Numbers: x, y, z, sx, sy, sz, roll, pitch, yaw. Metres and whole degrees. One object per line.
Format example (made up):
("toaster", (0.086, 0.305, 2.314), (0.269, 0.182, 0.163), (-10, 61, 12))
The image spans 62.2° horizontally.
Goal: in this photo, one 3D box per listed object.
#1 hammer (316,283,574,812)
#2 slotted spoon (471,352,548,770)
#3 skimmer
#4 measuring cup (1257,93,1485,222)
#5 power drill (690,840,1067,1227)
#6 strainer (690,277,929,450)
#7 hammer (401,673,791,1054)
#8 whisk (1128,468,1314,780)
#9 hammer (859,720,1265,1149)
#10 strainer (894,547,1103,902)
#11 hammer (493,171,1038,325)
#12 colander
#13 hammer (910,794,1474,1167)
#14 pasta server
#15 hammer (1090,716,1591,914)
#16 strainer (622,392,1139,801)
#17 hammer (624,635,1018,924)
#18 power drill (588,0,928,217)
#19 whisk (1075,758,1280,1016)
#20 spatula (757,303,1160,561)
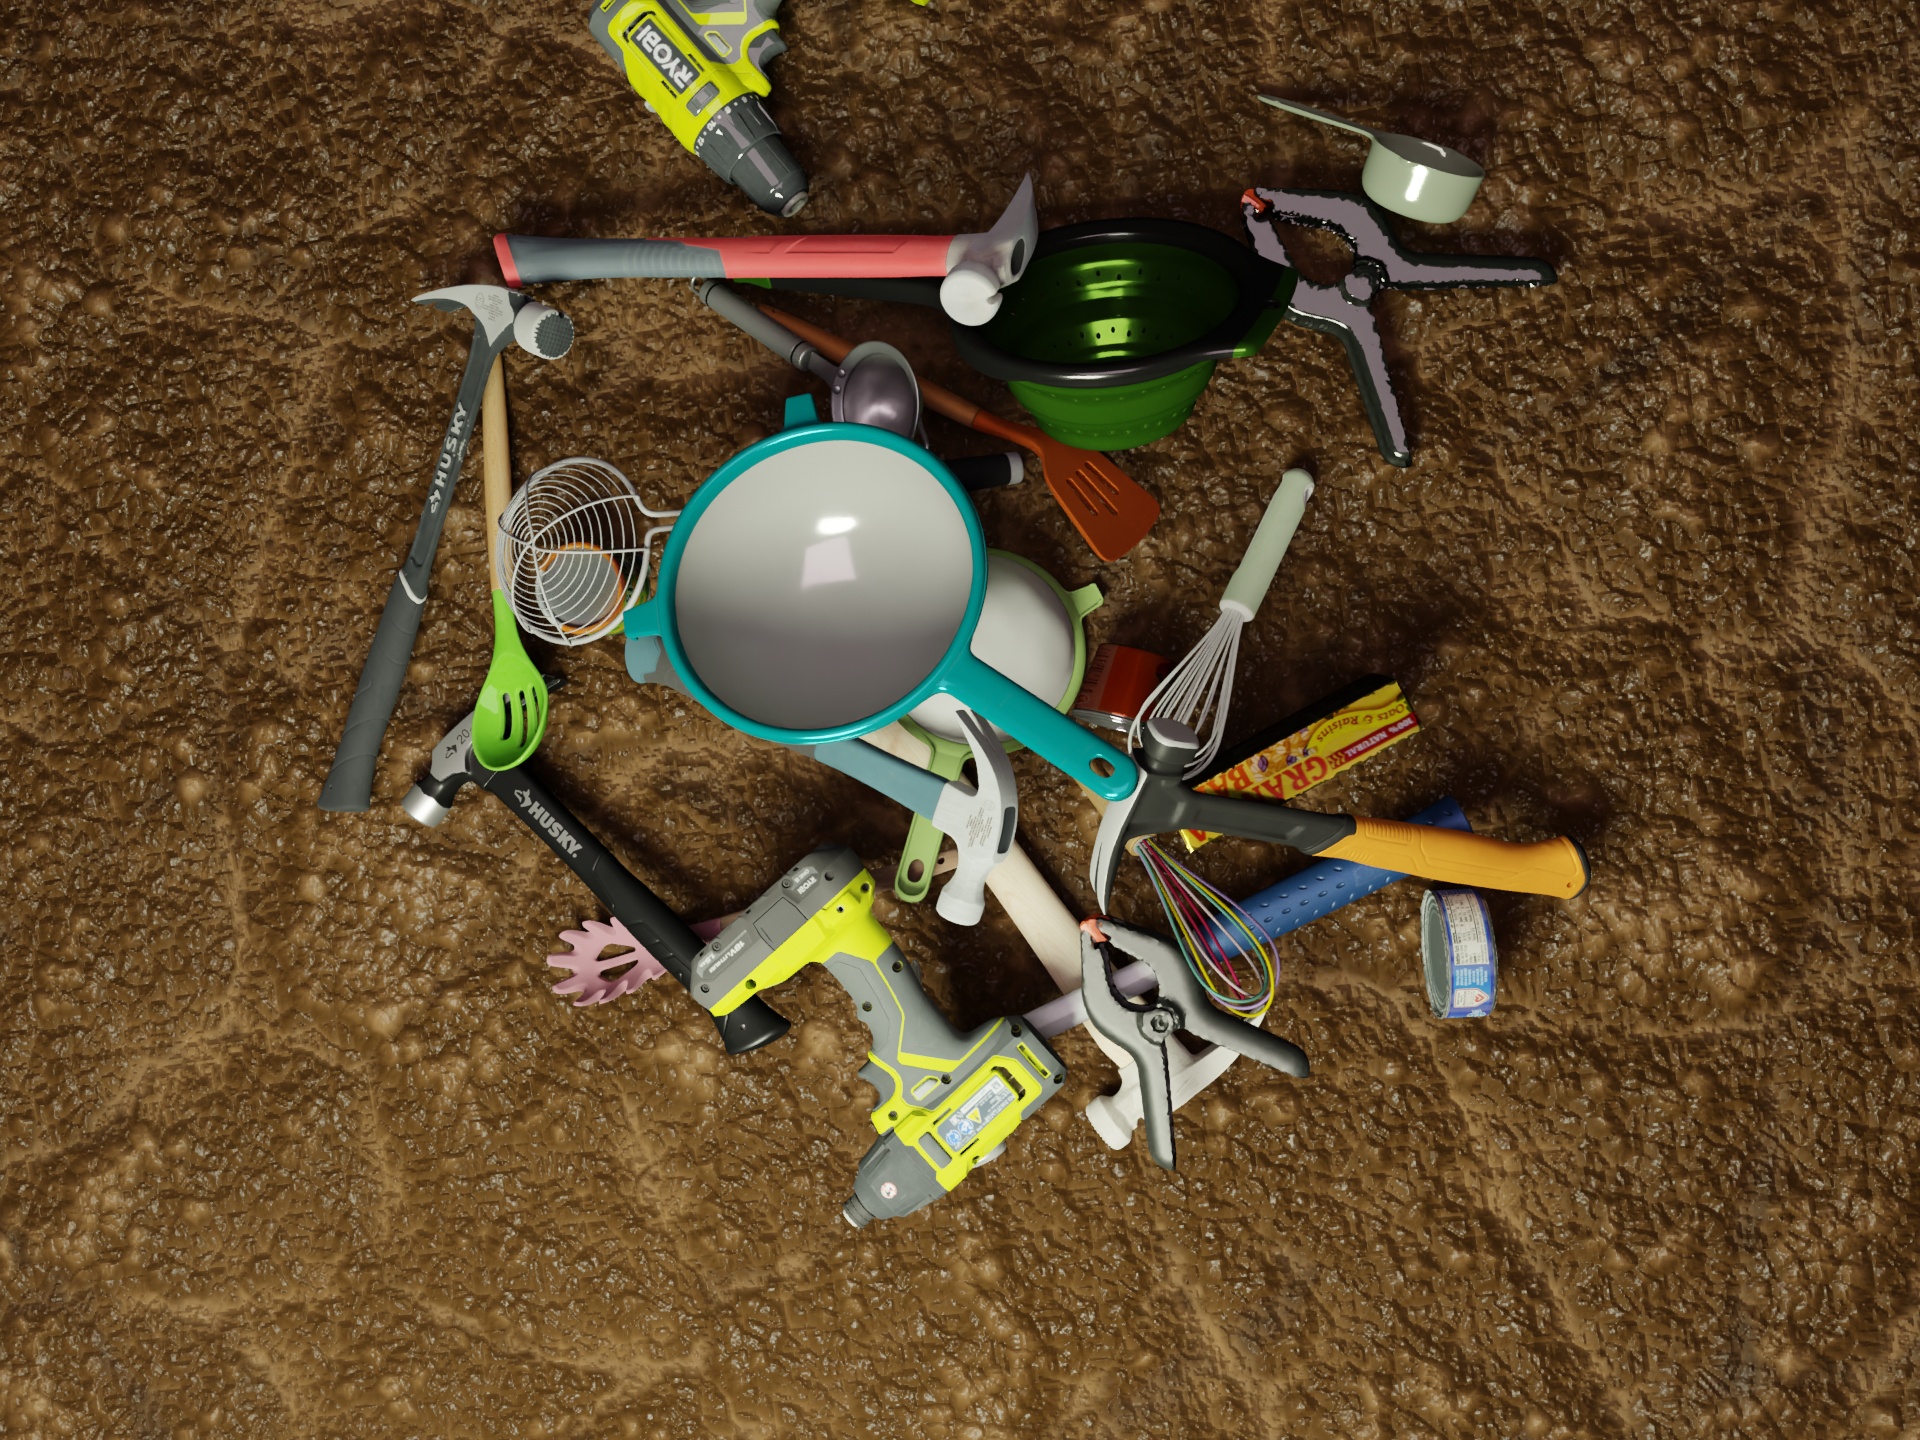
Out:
("hammer", (-0.395, -0.119, 1.153), (0.149, 0.036, 0.409), (28, 102, 34))
("slotted spoon", (-0.328, -0.118, 1.142), (0.070, 0.031, 0.314), (-10, 80, 27))
("skimmer", (-0.138, -0.139, 1.102), (0.363, 0.090, 0.127), (-11, 81, -14))
("measuring cup", (0.268, -0.378, 1.068), (0.168, 0.083, 0.038), (31, 127, 23))
("power drill", (-0.064, 0.205, 1.036), (0.171, 0.080, 0.223), (-42, 89, -1))
("strainer", (-0.100, -0.248, 1.094), (0.259, 0.050, 0.086), (38, 123, 24))
("hammer", (-0.244, 0.110, 1.127), (0.335, 0.035, 0.146), (41, 94, 16))
("whisk", (0.180, -0.067, 1.061), (0.059, 0.057, 0.246), (21, 72, 22))
("hammer", (0.038, 0.097, 1.121), (0.146, 0.038, 0.410), (-39, 87, 6))
("strainer", (-0.002, -0.003, 1.076), (0.151, 0.069, 0.256), (15, 79, 2))
("hammer", (-0.140, -0.324, 1.086), (0.386, 0.143, 0.038), (6, 136, 19))
("colander", (0.025, -0.260, 1.081), (0.397, 0.205, 0.094), (12, 137, 23))
("hammer", (0.152, 0.152, 1.074), (0.405, 0.035, 0.144), (-27, 88, 5))
("pasta server", (-0.147, 0.140, 1.129), (0.316, 0.040, 0.060), (-18, 78, 15))
("hammer", (0.248, 0.082, 0.999), (0.336, 0.034, 0.127), (10, 120, -18))
("strainer", (-0.029, -0.042, 0.997), (0.340, 0.095, 0.211), (34, 83, 17))
("hammer", (-0.104, 0.010, 1.083), (0.331, 0.033, 0.128), (26, 102, 26))
("power drill", (-0.118, -0.484, 1.100), (0.228, 0.080, 0.190), (-41, 91, 9))
("whisk", (0.130, 0.099, 1.048), (0.051, 0.047, 0.245), (-23, 49, -15))
("spatula", (-0.010, -0.212, 1.103), (0.323, 0.081, 0.041), (29, 138, 16))
